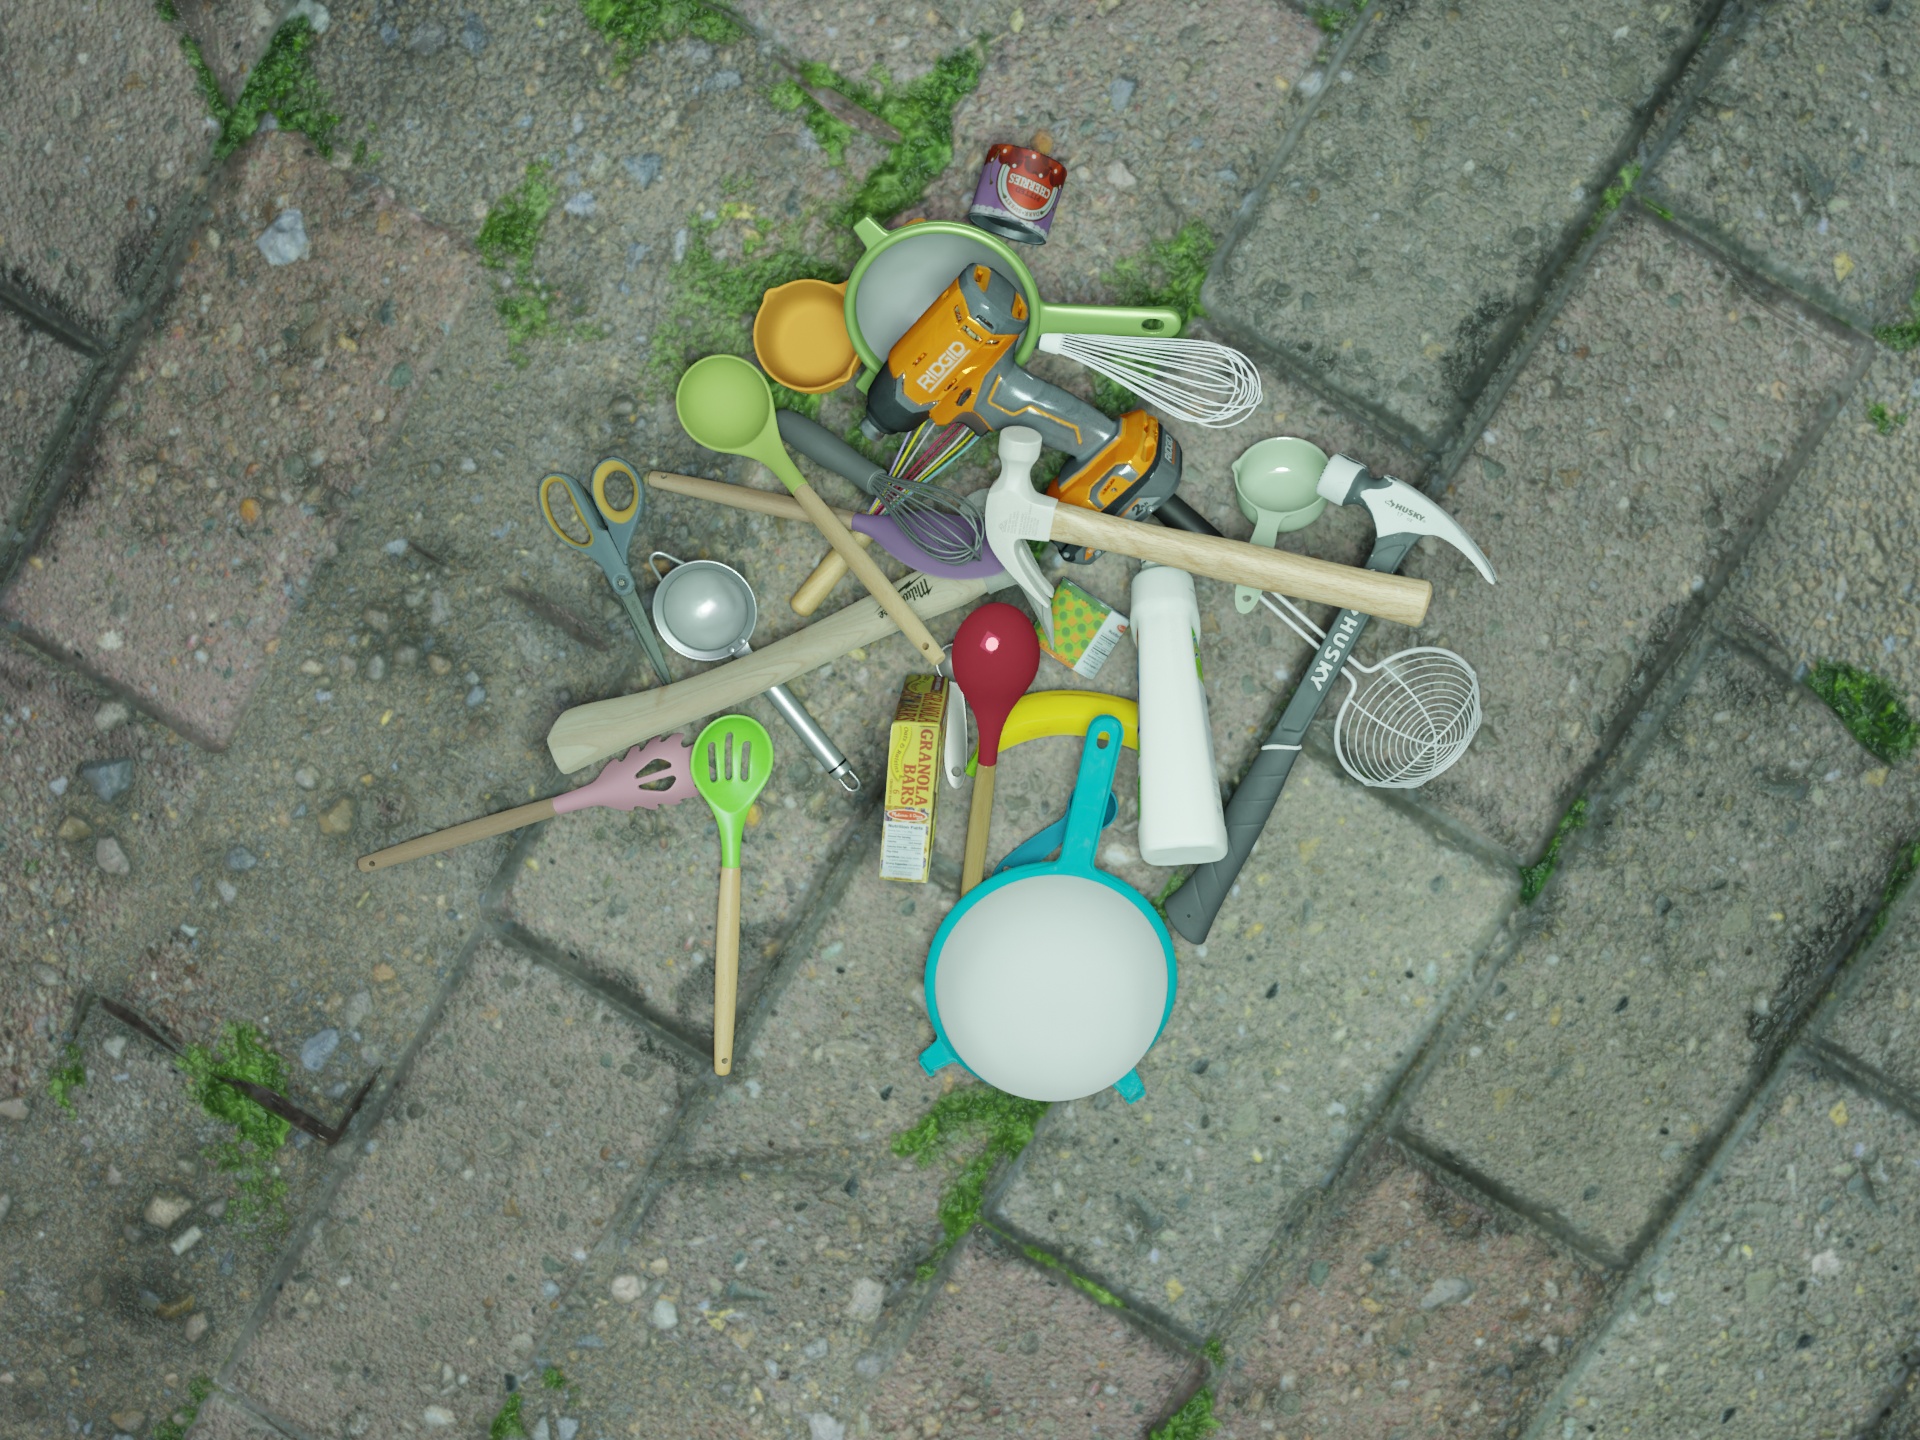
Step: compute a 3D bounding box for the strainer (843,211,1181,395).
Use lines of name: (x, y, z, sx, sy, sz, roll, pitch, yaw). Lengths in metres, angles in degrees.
strainer: (0.040, -0.325, 1.226, 0.256, 0.069, 0.151, 3, 133, 1)

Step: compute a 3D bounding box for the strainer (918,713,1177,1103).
strainer: (0.089, 0.167, 1.265, 0.211, 0.095, 0.340, 9, 106, -5)

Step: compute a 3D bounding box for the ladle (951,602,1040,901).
ladle: (0.017, 0.055, 1.268, 0.069, 0.031, 0.315, 1, 120, -9)

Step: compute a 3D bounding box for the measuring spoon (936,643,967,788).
measuring spoon: (-0.002, -0.004, 1.328, 0.034, 0.018, 0.124, 4, 102, 16)

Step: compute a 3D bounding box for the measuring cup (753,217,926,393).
measuring cup: (-0.089, -0.337, 1.283, 0.173, 0.052, 0.095, -43, 91, 4)

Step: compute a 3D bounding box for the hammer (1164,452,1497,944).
hammer: (0.266, 0.006, 1.247, 0.149, 0.036, 0.408, 30, 113, 15)

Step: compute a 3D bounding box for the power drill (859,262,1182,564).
power drill: (0.041, -0.222, 1.222, 0.226, 0.084, 0.164, 36, 127, -21)

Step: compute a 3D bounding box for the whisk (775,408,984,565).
whisk: (-0.069, -0.189, 1.256, 0.239, 0.055, 0.055, 36, 97, 28)

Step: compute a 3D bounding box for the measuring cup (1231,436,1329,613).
measuring cup: (0.243, -0.147, 1.252, 0.083, 0.038, 0.168, 13, 66, 16)

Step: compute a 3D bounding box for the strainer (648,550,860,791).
strainer: (-0.167, -0.040, 1.321, 0.087, 0.050, 0.258, -37, 98, 13)

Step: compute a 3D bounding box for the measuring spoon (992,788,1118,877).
measuring spoon: (0.078, 0.095, 1.333, 0.128, 0.021, 0.042, -38, 92, 15)

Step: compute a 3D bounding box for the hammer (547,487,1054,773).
hammer: (-0.128, -0.045, 1.262, 0.410, 0.038, 0.146, -24, 64, -2)

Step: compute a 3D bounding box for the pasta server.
pasta server: (-0.365, 0.079, 1.351, 0.316, 0.040, 0.060, -17, 94, 9)

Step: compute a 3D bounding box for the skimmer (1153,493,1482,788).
skimmer: (0.266, -0.089, 1.296, 0.363, 0.090, 0.127, 43, 102, 9)

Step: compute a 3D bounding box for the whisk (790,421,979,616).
whisk: (-0.055, -0.180, 1.302, 0.051, 0.047, 0.245, 42, 101, 11)

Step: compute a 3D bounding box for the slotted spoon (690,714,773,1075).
slotted spoon: (-0.197, 0.148, 1.344, 0.070, 0.031, 0.313, 0, 98, -20)

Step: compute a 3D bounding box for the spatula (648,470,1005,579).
spatula: (-0.110, -0.163, 1.282, 0.316, 0.018, 0.060, 14, 64, 15)

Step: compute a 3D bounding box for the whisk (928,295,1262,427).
whisk: (0.104, -0.297, 1.274, 0.284, 0.070, 0.070, 17, 96, 6)

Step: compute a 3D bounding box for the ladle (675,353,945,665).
ladle: (-0.116, -0.164, 1.245, 0.078, 0.062, 0.320, -43, 71, 14)

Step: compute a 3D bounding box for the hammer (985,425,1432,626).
hammer: (0.179, -0.121, 1.179, 0.331, 0.031, 0.130, 14, 124, 7)
